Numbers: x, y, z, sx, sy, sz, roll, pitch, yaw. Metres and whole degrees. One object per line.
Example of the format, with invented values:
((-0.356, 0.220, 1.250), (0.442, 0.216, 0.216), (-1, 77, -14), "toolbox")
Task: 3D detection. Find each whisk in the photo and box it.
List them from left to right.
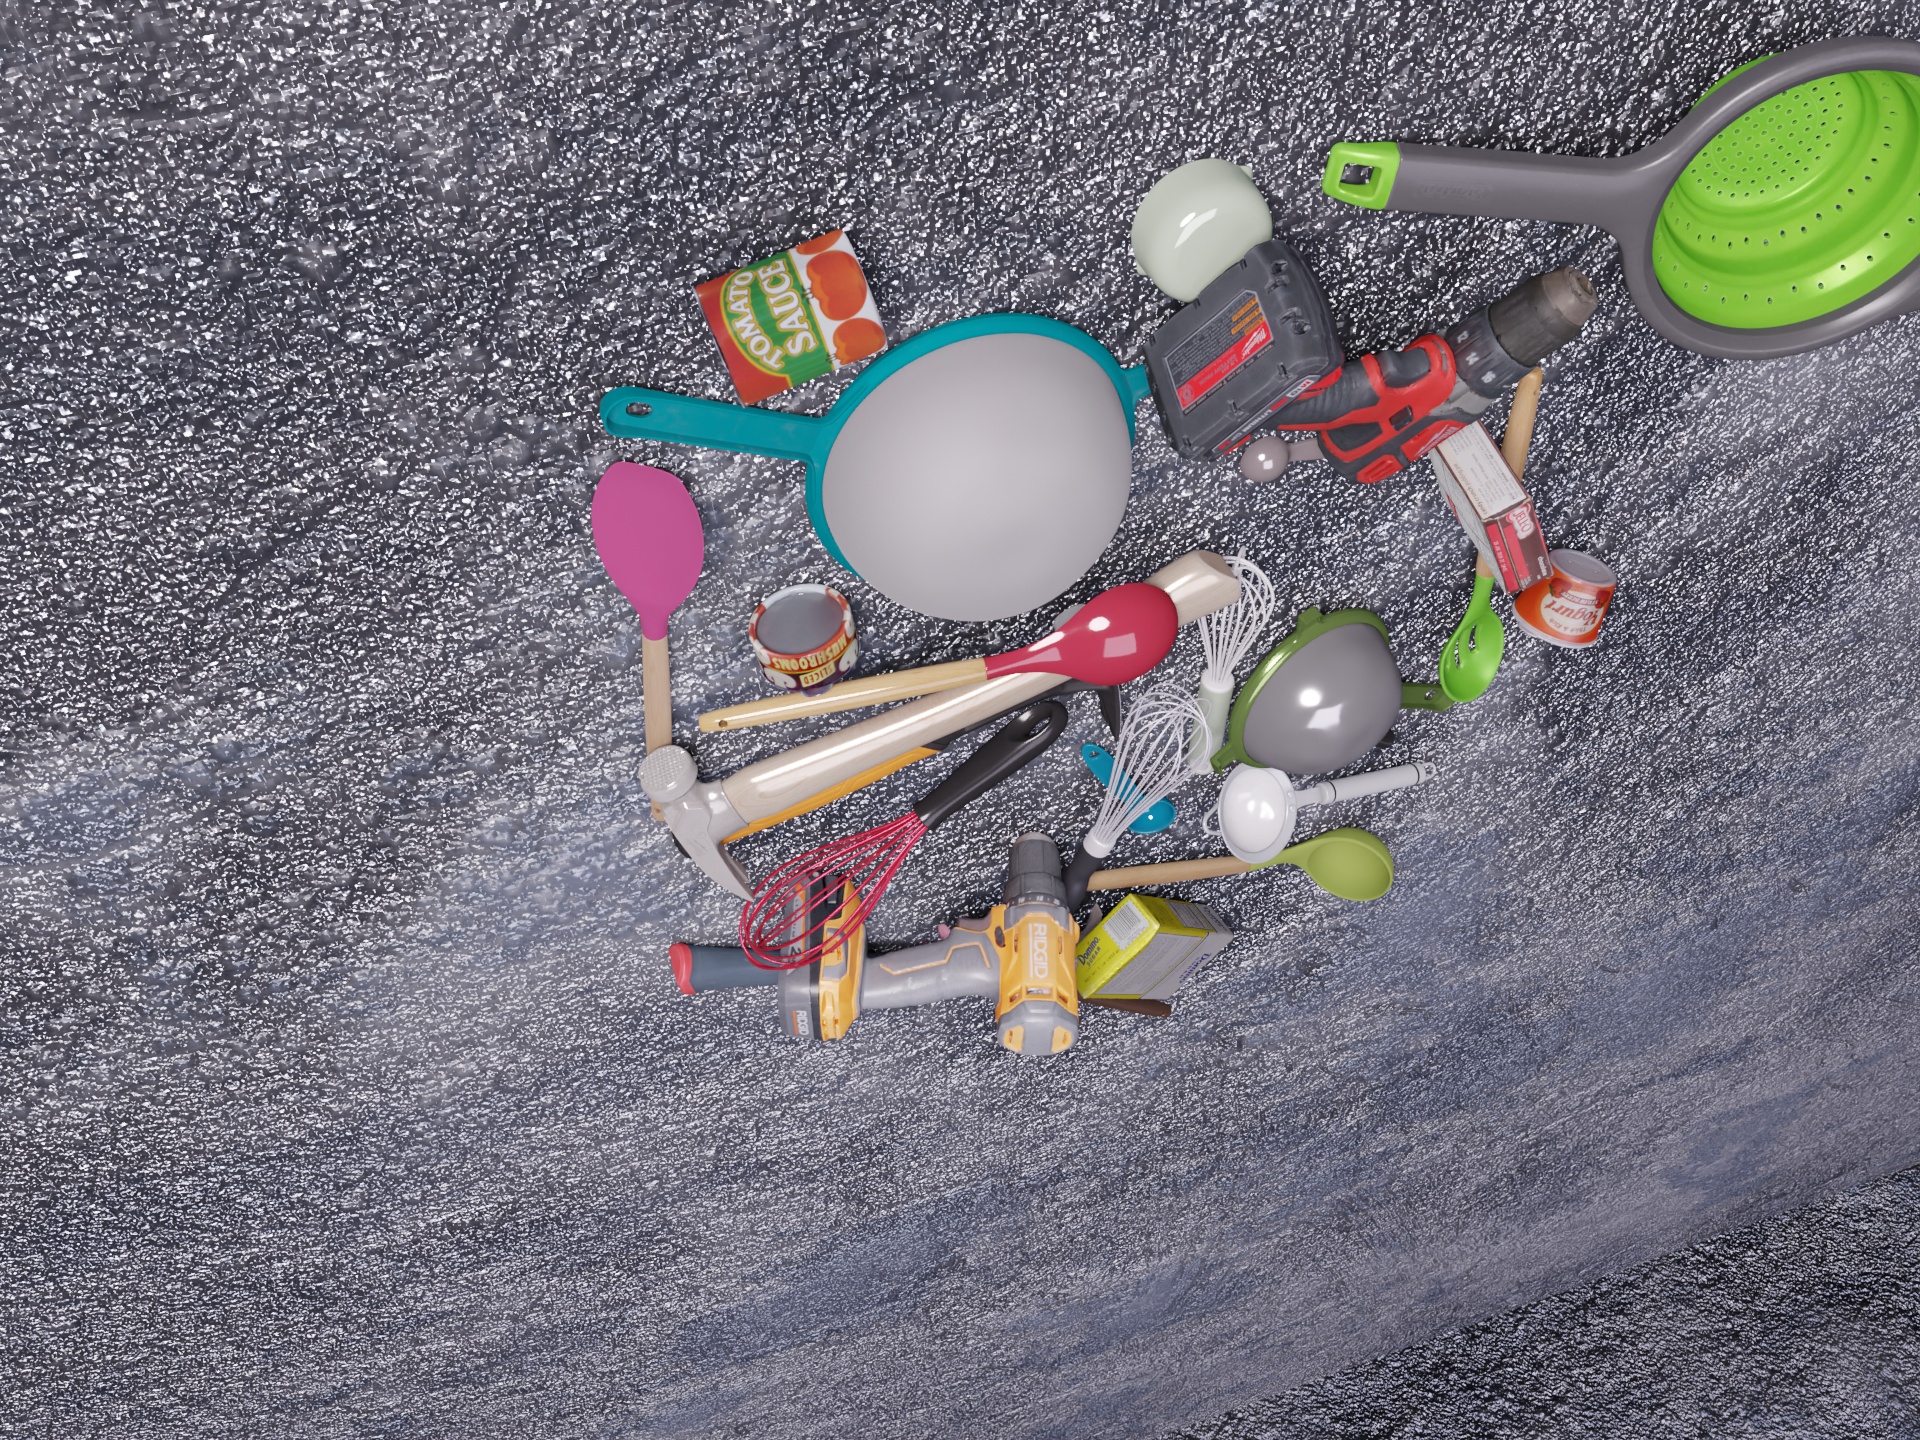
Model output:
((-0.041, 0.082, 1.133), (0.296, 0.073, 0.073), (-39, 139, 10), "whisk")
((0.122, 0.076, 1.242), (0.070, 0.070, 0.284), (-1, 140, -25), "whisk")
((0.192, -0.036, 1.179), (0.058, 0.059, 0.246), (15, 145, 12), "whisk")

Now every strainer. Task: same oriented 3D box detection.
((-0.034, -0.132, 0.915), (0.340, 0.095, 0.211), (4, 134, -31), "strainer")
((0.301, 0.064, 1.347), (0.258, 0.050, 0.087), (-10, 96, -24), "strainer")
((0.320, -0.005, 1.227), (0.256, 0.069, 0.151), (1, 128, -40), "strainer")

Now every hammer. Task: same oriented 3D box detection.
((-0.055, 0.201, 1.332), (0.386, 0.038, 0.143), (8, 131, -33), "hammer")
((-0.046, 0.025, 1.140), (0.337, 0.034, 0.127), (-22, 140, -1), "hammer")
((-0.002, -0.003, 1.076), (0.410, 0.038, 0.146), (-24, 137, 2), "hammer")

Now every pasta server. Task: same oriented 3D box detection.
((0.087, 0.226, 1.384), (0.316, 0.040, 0.060), (21, 121, -45), "pasta server")

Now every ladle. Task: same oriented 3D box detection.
((-0.010, -0.030, 1.011), (0.315, 0.031, 0.069), (-12, 118, -4), "ladle")
((0.230, 0.137, 1.385), (0.320, 0.062, 0.078), (-4, 142, -18), "ladle")

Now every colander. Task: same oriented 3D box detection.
((0.404, -0.325, 0.928), (0.397, 0.095, 0.204), (3, 140, -3), "colander")

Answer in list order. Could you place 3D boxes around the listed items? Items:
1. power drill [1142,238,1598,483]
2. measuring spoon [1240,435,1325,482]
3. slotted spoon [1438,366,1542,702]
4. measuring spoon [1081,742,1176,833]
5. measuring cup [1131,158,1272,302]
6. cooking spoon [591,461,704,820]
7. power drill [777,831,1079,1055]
((0.241, -0.211, 0.924), (0.226, 0.080, 0.188), (0, 157, -39), "power drill")
((0.245, -0.178, 1.059), (0.124, 0.018, 0.034), (-12, 140, -15), "measuring spoon")
((0.396, -0.131, 1.180), (0.070, 0.031, 0.313), (-29, 142, -19), "slotted spoon")
((0.130, 0.048, 1.269), (0.042, 0.021, 0.128), (-28, 132, 19), "measuring spoon")
((0.166, -0.253, 0.918), (0.083, 0.038, 0.167), (-40, 136, 20), "measuring cup")
((-0.192, -0.038, 1.003), (0.069, 0.017, 0.318), (15, 138, 4), "cooking spoon")
((-0.021, 0.164, 1.232), (0.226, 0.186, 0.084), (2, 140, 0), "power drill")
